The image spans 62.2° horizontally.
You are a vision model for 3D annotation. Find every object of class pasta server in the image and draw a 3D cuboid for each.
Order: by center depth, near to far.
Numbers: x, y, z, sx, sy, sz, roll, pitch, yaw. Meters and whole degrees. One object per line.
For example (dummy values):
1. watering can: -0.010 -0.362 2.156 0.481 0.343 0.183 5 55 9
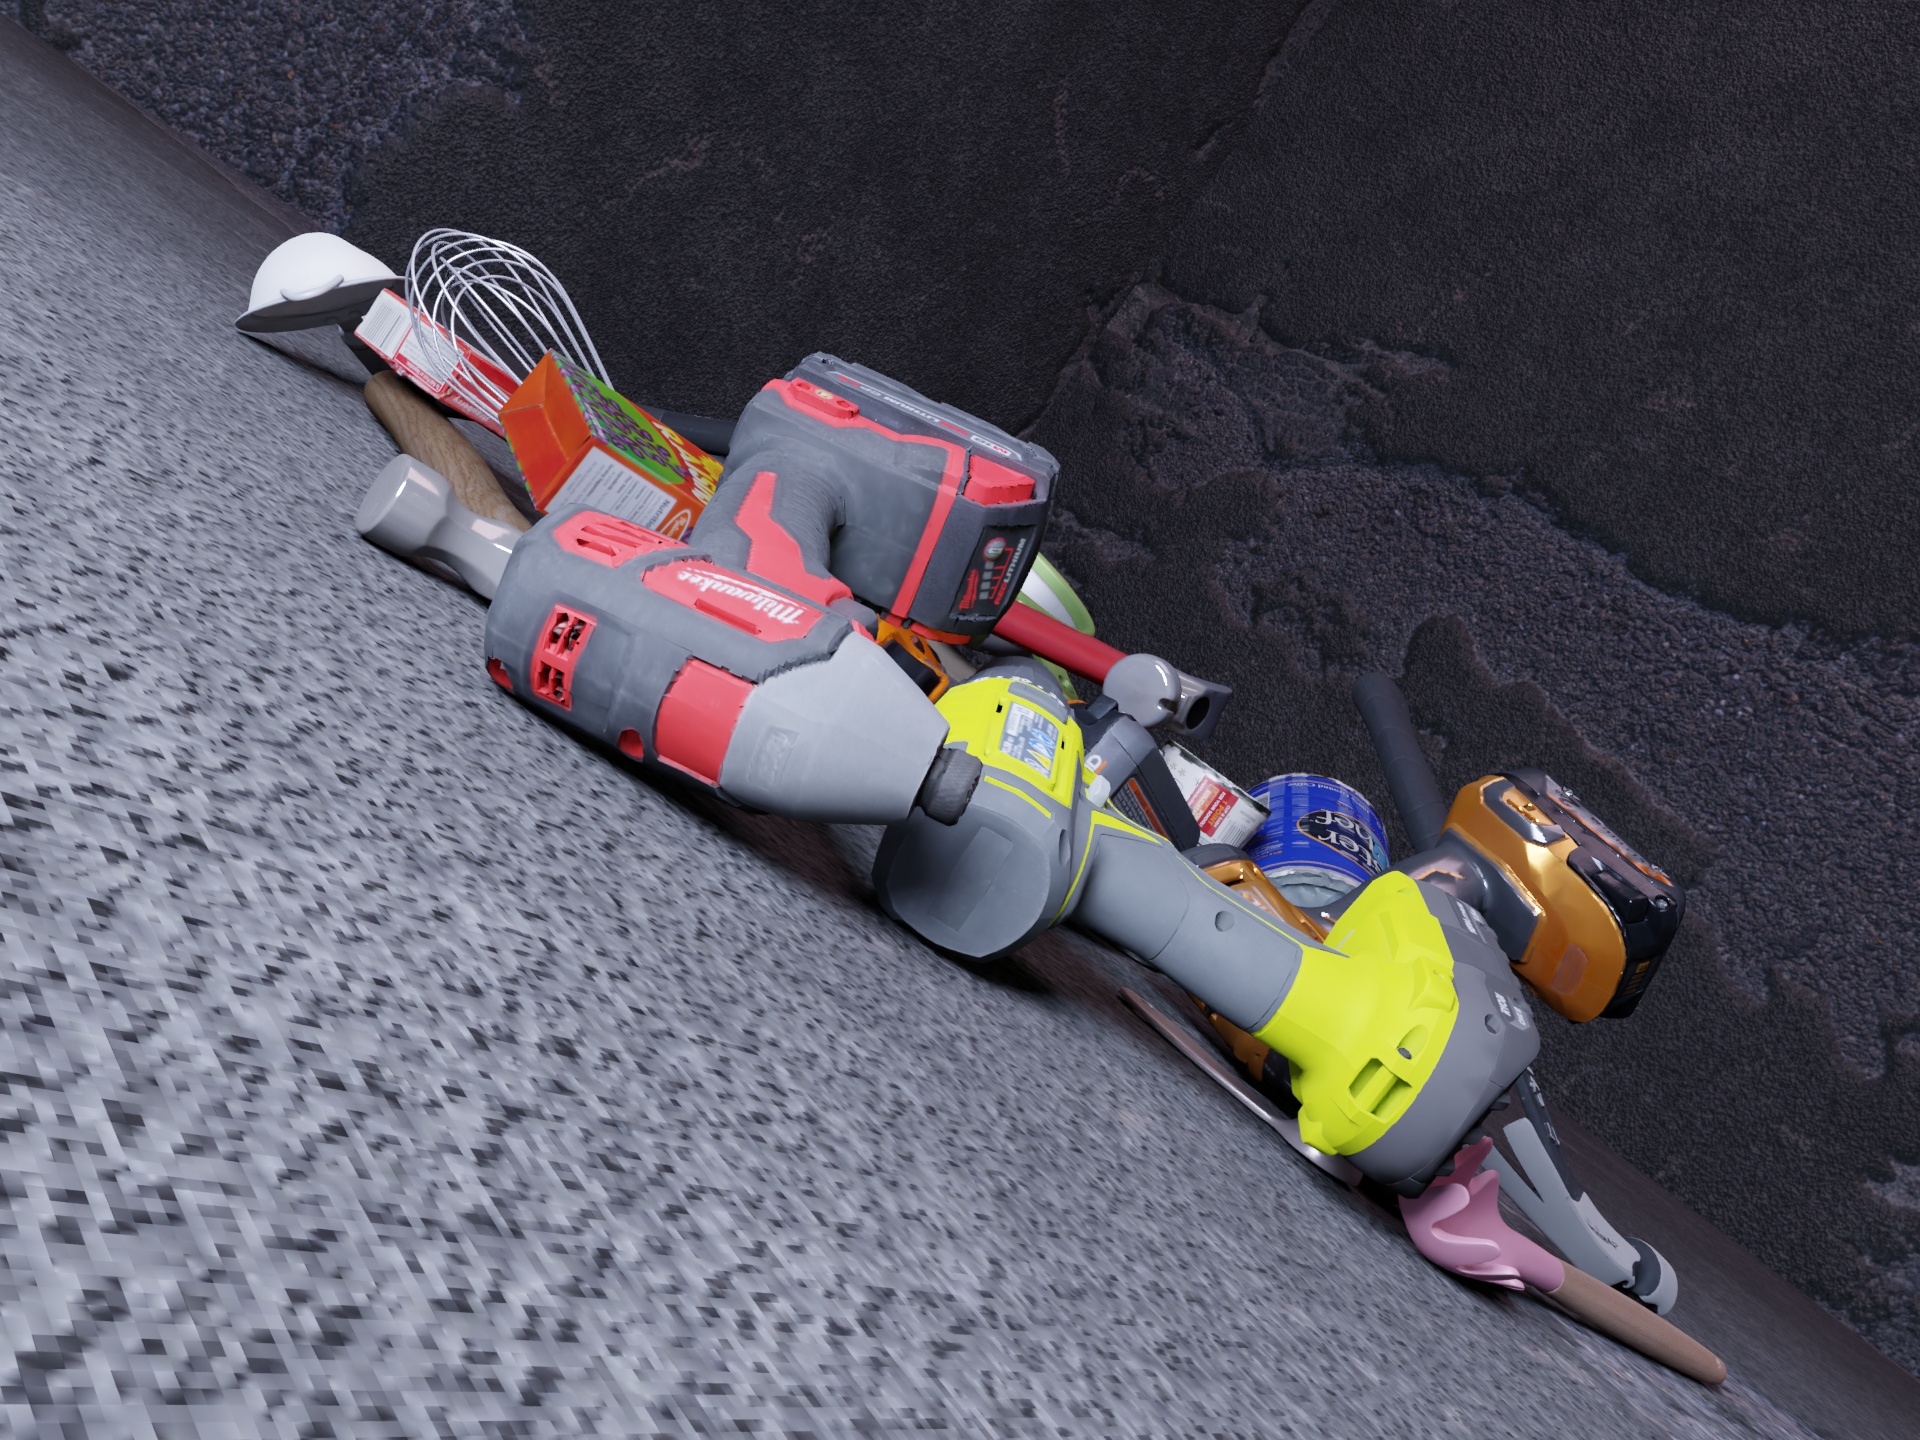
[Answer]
1. pasta server: 0.260 0.232 0.653 0.316 0.040 0.060 36 40 -37

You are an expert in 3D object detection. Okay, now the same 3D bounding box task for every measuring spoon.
1. measuring spoon: 0.112 0.140 0.636 0.124 0.018 0.034 37 4 34

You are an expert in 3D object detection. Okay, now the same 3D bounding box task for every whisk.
1. whisk: -0.145 -0.101 0.722 0.284 0.070 0.070 52 -4 -25

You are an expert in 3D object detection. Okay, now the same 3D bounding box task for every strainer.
1. strainer: -0.323 -0.210 0.842 0.258 0.087 0.050 171 -98 -80
2. strainer: 0.025 -0.059 1.035 0.151 0.069 0.257 35 21 -28

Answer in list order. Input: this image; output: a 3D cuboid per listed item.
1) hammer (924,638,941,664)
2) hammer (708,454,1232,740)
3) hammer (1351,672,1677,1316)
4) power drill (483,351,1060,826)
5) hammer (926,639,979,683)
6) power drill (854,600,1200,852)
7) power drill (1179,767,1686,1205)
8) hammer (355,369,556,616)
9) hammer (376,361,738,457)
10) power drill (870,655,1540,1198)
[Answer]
1. hammer: -0.038 -0.058 0.987 0.337 0.034 0.127 53 17 22
2. hammer: -0.027 -0.086 0.914 0.386 0.038 0.143 28 8 23
3. hammer: 0.275 0.113 0.873 0.149 0.036 0.409 42 27 -32
4. power drill: -0.042 -0.042 0.518 0.143 0.078 0.220 25 29 3
5. hammer: 0.011 -0.011 1.082 0.410 0.038 0.146 42 24 -4
6. power drill: -0.001 -0.003 0.784 0.227 0.084 0.164 35 -11 34
7. power drill: 0.217 0.114 0.715 0.226 0.084 0.186 -12 41 -24
8. hammer: -0.209 -0.100 0.673 0.130 0.031 0.332 33 4 -35
9. hammer: -0.164 -0.152 0.816 0.335 0.035 0.146 13 7 22
10. power drill: 0.082 0.059 0.586 0.228 0.080 0.191 30 20 -3
